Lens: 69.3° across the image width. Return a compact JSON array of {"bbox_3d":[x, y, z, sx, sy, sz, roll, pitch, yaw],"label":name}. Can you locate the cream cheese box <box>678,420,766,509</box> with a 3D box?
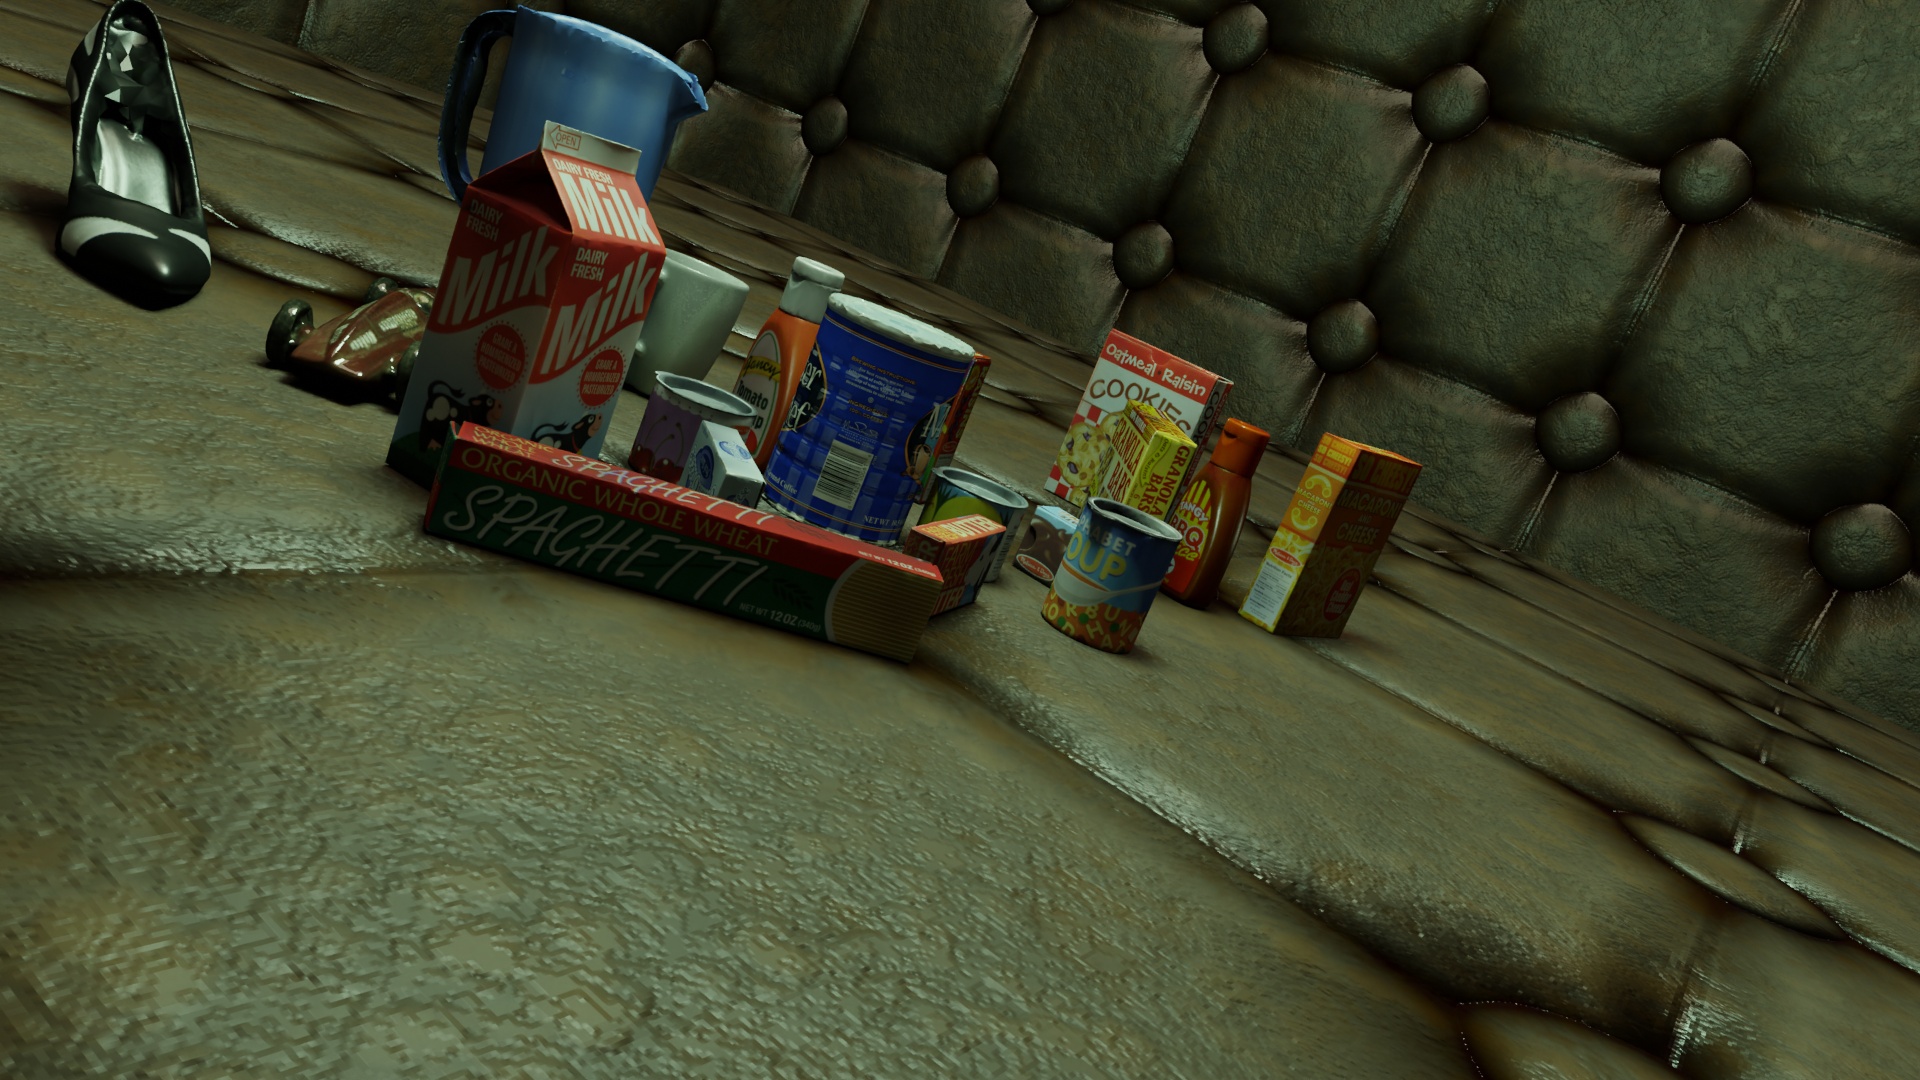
[{"bbox_3d":[-0.138,-0.028,0.786,0.024,0.053,0.104,17,14,-23],"label":"cream cheese box"}]

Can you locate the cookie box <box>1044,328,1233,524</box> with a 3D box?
[{"bbox_3d":[0.166,-0.098,1.308,0.123,0.167,0.040,30,15,30],"label":"cookie box"}]

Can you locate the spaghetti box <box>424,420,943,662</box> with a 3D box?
[{"bbox_3d":[-0.130,0.004,0.682,0.250,0.050,0.029,17,14,-21],"label":"spaghetti box"}]

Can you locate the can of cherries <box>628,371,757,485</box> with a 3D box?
[{"bbox_3d":[-0.171,-0.067,0.877,0.071,0.058,0.071,21,13,-5],"label":"can of cherries"}]

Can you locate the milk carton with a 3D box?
[{"bbox_3d":[-0.211,-0.110,0.694,0.073,0.190,0.072,27,14,21],"label":"milk carton"}]

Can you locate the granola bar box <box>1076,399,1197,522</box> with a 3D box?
[{"bbox_3d":[0.141,-0.042,1.141,0.039,0.124,0.166,21,13,-6],"label":"granola bar box"}]

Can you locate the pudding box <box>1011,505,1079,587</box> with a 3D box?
[{"bbox_3d":[0.083,0.014,0.989,0.084,0.049,0.030,31,15,34],"label":"pudding box"}]

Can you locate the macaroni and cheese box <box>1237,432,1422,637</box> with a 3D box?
[{"bbox_3d":[0.310,-0.002,1.164,0.040,0.166,0.124,33,16,38],"label":"macaroni and cheese box"}]

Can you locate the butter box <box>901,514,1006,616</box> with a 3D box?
[{"bbox_3d":[-0.008,0.015,0.828,0.024,0.053,0.104,27,14,18],"label":"butter box"}]

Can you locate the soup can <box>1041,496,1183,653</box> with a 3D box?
[{"bbox_3d":[0.096,0.022,0.903,0.071,0.083,0.071,21,13,-5],"label":"soup can"}]

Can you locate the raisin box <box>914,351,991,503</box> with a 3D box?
[{"bbox_3d":[-0.040,-0.102,1.088,0.086,0.123,0.040,27,13,19],"label":"raisin box"}]

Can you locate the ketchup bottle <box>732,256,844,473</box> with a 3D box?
[{"bbox_3d":[-0.124,-0.124,0.982,0.043,0.148,0.065,8,19,-48],"label":"ketchup bottle"}]

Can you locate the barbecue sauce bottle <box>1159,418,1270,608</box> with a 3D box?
[{"bbox_3d":[0.202,-0.024,1.114,0.044,0.148,0.065,14,15,-35],"label":"barbecue sauce bottle"}]

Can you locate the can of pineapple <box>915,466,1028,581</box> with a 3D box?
[{"bbox_3d":[0.003,-0.012,0.943,0.071,0.057,0.071,21,13,-5],"label":"can of pineapple"}]
